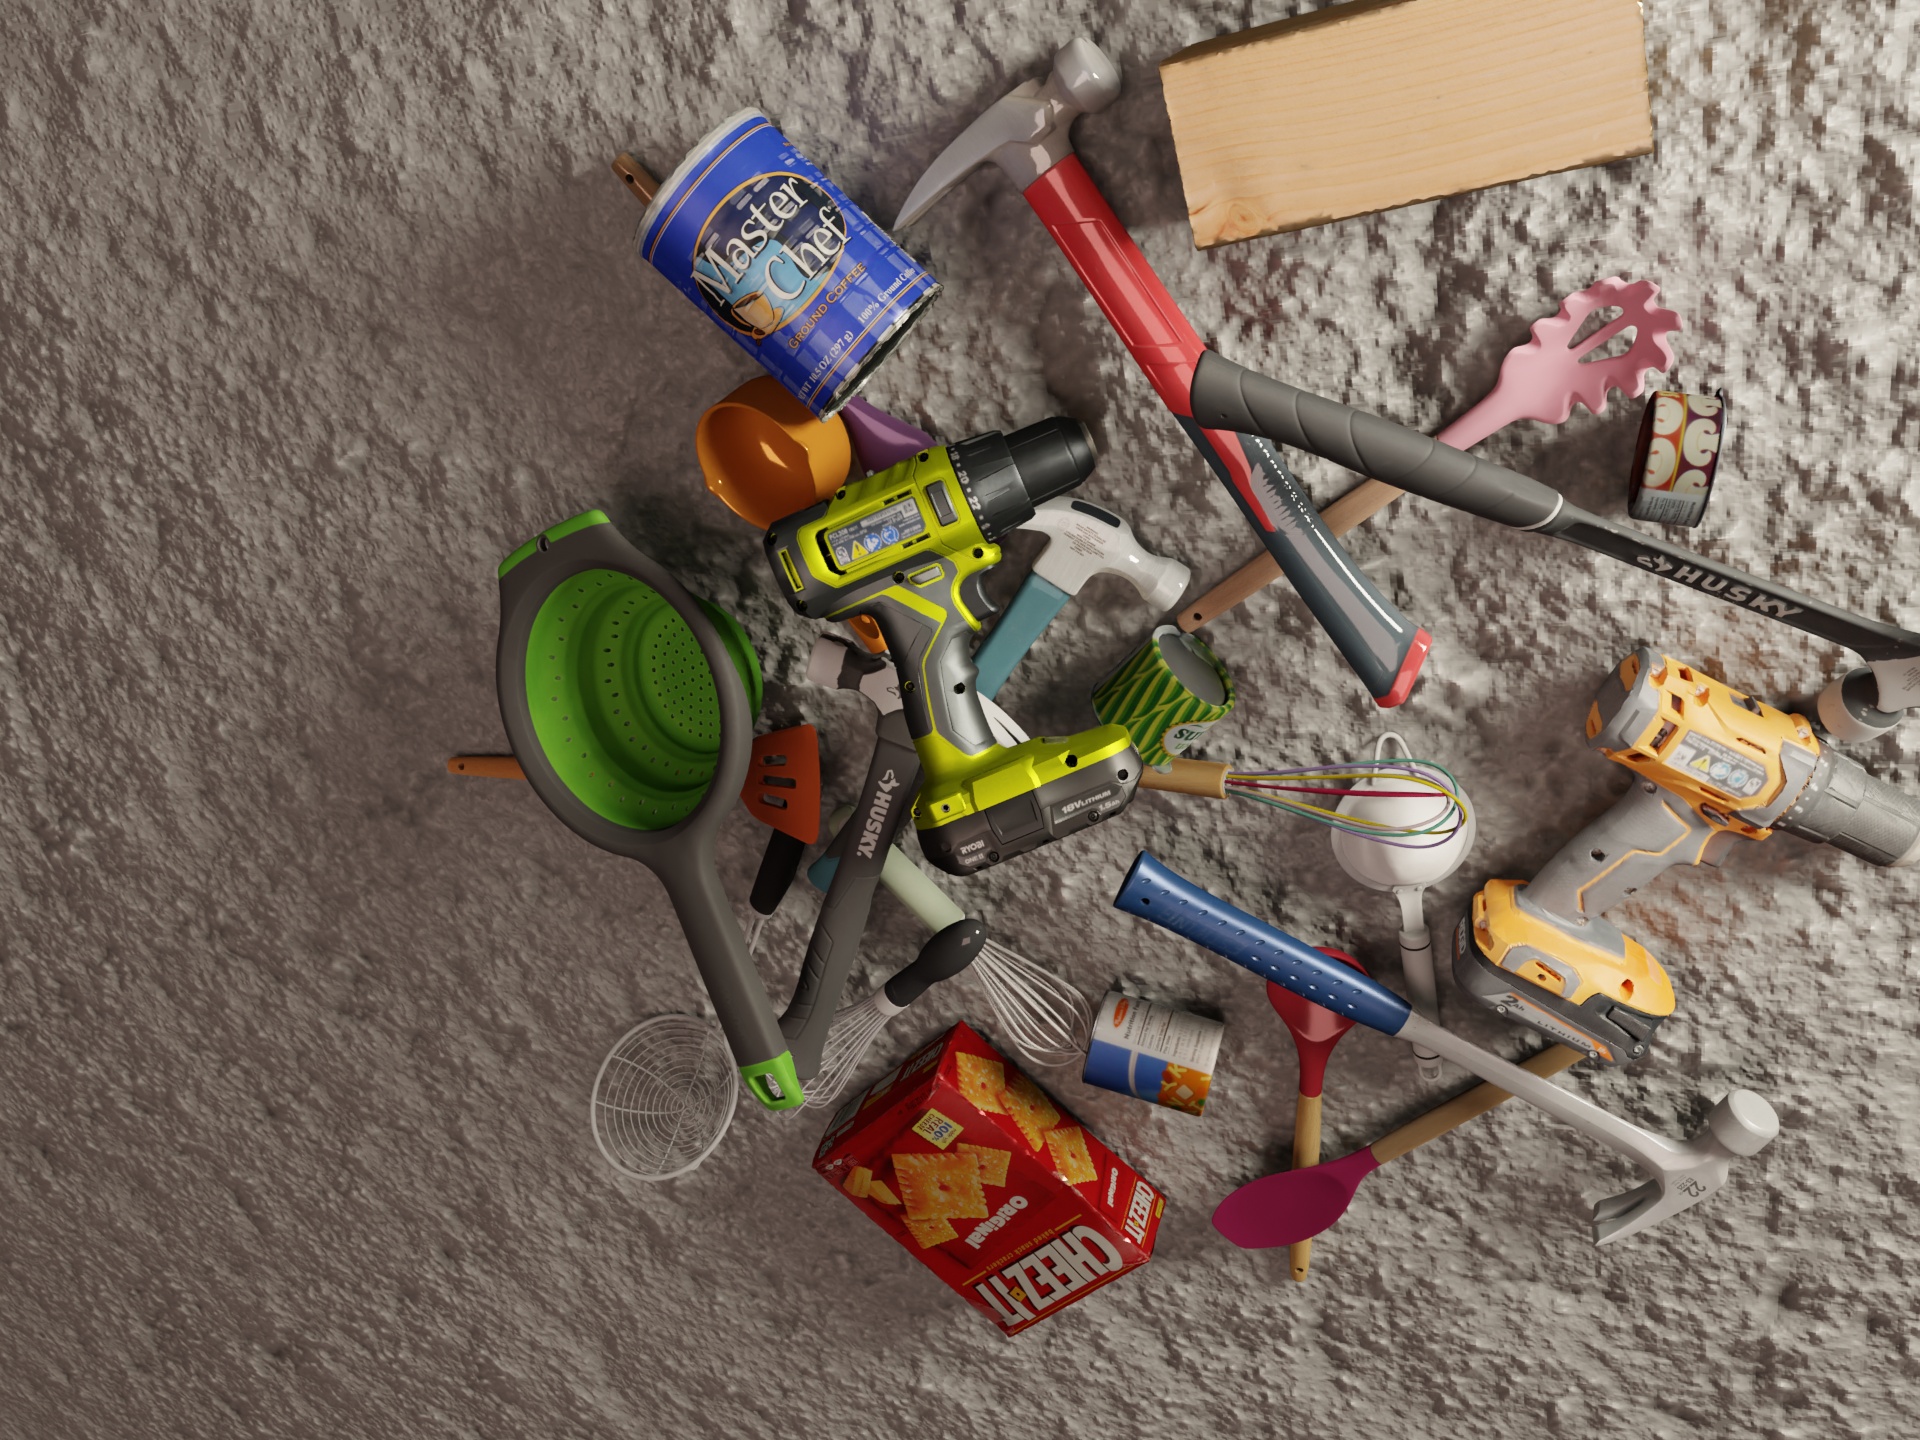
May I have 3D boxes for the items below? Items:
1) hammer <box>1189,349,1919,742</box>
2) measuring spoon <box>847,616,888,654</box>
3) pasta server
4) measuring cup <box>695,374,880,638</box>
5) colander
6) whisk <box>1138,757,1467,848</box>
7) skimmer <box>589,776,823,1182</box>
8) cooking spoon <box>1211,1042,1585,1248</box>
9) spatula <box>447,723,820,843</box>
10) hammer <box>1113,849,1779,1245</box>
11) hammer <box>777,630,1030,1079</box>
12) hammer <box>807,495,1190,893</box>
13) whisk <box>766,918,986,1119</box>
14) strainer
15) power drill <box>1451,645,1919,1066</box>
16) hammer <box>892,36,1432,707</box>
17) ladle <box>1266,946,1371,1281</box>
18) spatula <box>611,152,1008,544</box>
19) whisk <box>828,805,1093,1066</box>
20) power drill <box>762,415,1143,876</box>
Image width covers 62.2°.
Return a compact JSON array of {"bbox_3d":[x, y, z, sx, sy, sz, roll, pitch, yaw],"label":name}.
[{"bbox_3d":[0.306,-0.098,0.790,0.409,0.036,0.149,22,158,3],"label":"hammer"},{"bbox_3d":[-0.059,-0.056,1.029,0.021,0.011,0.117,-32,103,31],"label":"measuring spoon"},{"bbox_3d":[0.239,-0.131,0.863,0.316,0.040,0.060,-35,95,33],"label":"pasta server"},{"bbox_3d":[-0.087,-0.131,0.970,0.095,0.052,0.173,-11,122,44],"label":"measuring cup"},{"bbox_3d":[-0.167,0.056,1.039,0.204,0.094,0.397,-21,92,34],"label":"colander"},{"bbox_3d":[0.181,0.036,0.958,0.245,0.047,0.051,7,82,30],"label":"whisk"},{"bbox_3d":[-0.185,0.188,1.165,0.127,0.090,0.363,44,127,31],"label":"skimmer"},{"bbox_3d":[0.300,0.279,1.065,0.068,0.017,0.319,42,119,-17],"label":"cooking spoon"},{"bbox_3d":[-0.236,0.038,1.129,0.323,0.041,0.081,1,94,21],"label":"spatula"},{"bbox_3d":[0.282,0.196,0.992,0.405,0.035,0.144,27,127,2],"label":"hammer"},{"bbox_3d":[-0.064,0.108,1.038,0.146,0.035,0.334,20,120,2],"label":"hammer"},{"bbox_3d":[-0.002,-0.003,1.004,0.128,0.033,0.331,33,119,-5],"label":"hammer"},{"bbox_3d":[-0.065,0.211,1.128,0.070,0.070,0.284,41,131,-6],"label":"whisk"},{"bbox_3d":[0.284,0.129,0.992,0.087,0.050,0.258,-10,118,9],"label":"strainer"},{"bbox_3d":[0.408,0.089,0.902,0.185,0.084,0.226,26,119,3],"label":"power drill"},{"bbox_3d":[0.122,-0.163,0.868,0.143,0.038,0.386,-31,98,32],"label":"hammer"},{"bbox_3d":[0.241,0.275,1.096,0.069,0.031,0.315,4,121,14],"label":"ladle"},{"bbox_3d":[-0.092,-0.213,0.950,0.316,0.018,0.059,46,122,-10],"label":"spatula"},{"bbox_3d":[0.000,0.149,1.106,0.246,0.059,0.058,45,86,-3],"label":"whisk"},{"bbox_3d":[0.017,-0.046,0.901,0.190,0.080,0.228,-23,95,6],"label":"power drill"}]
